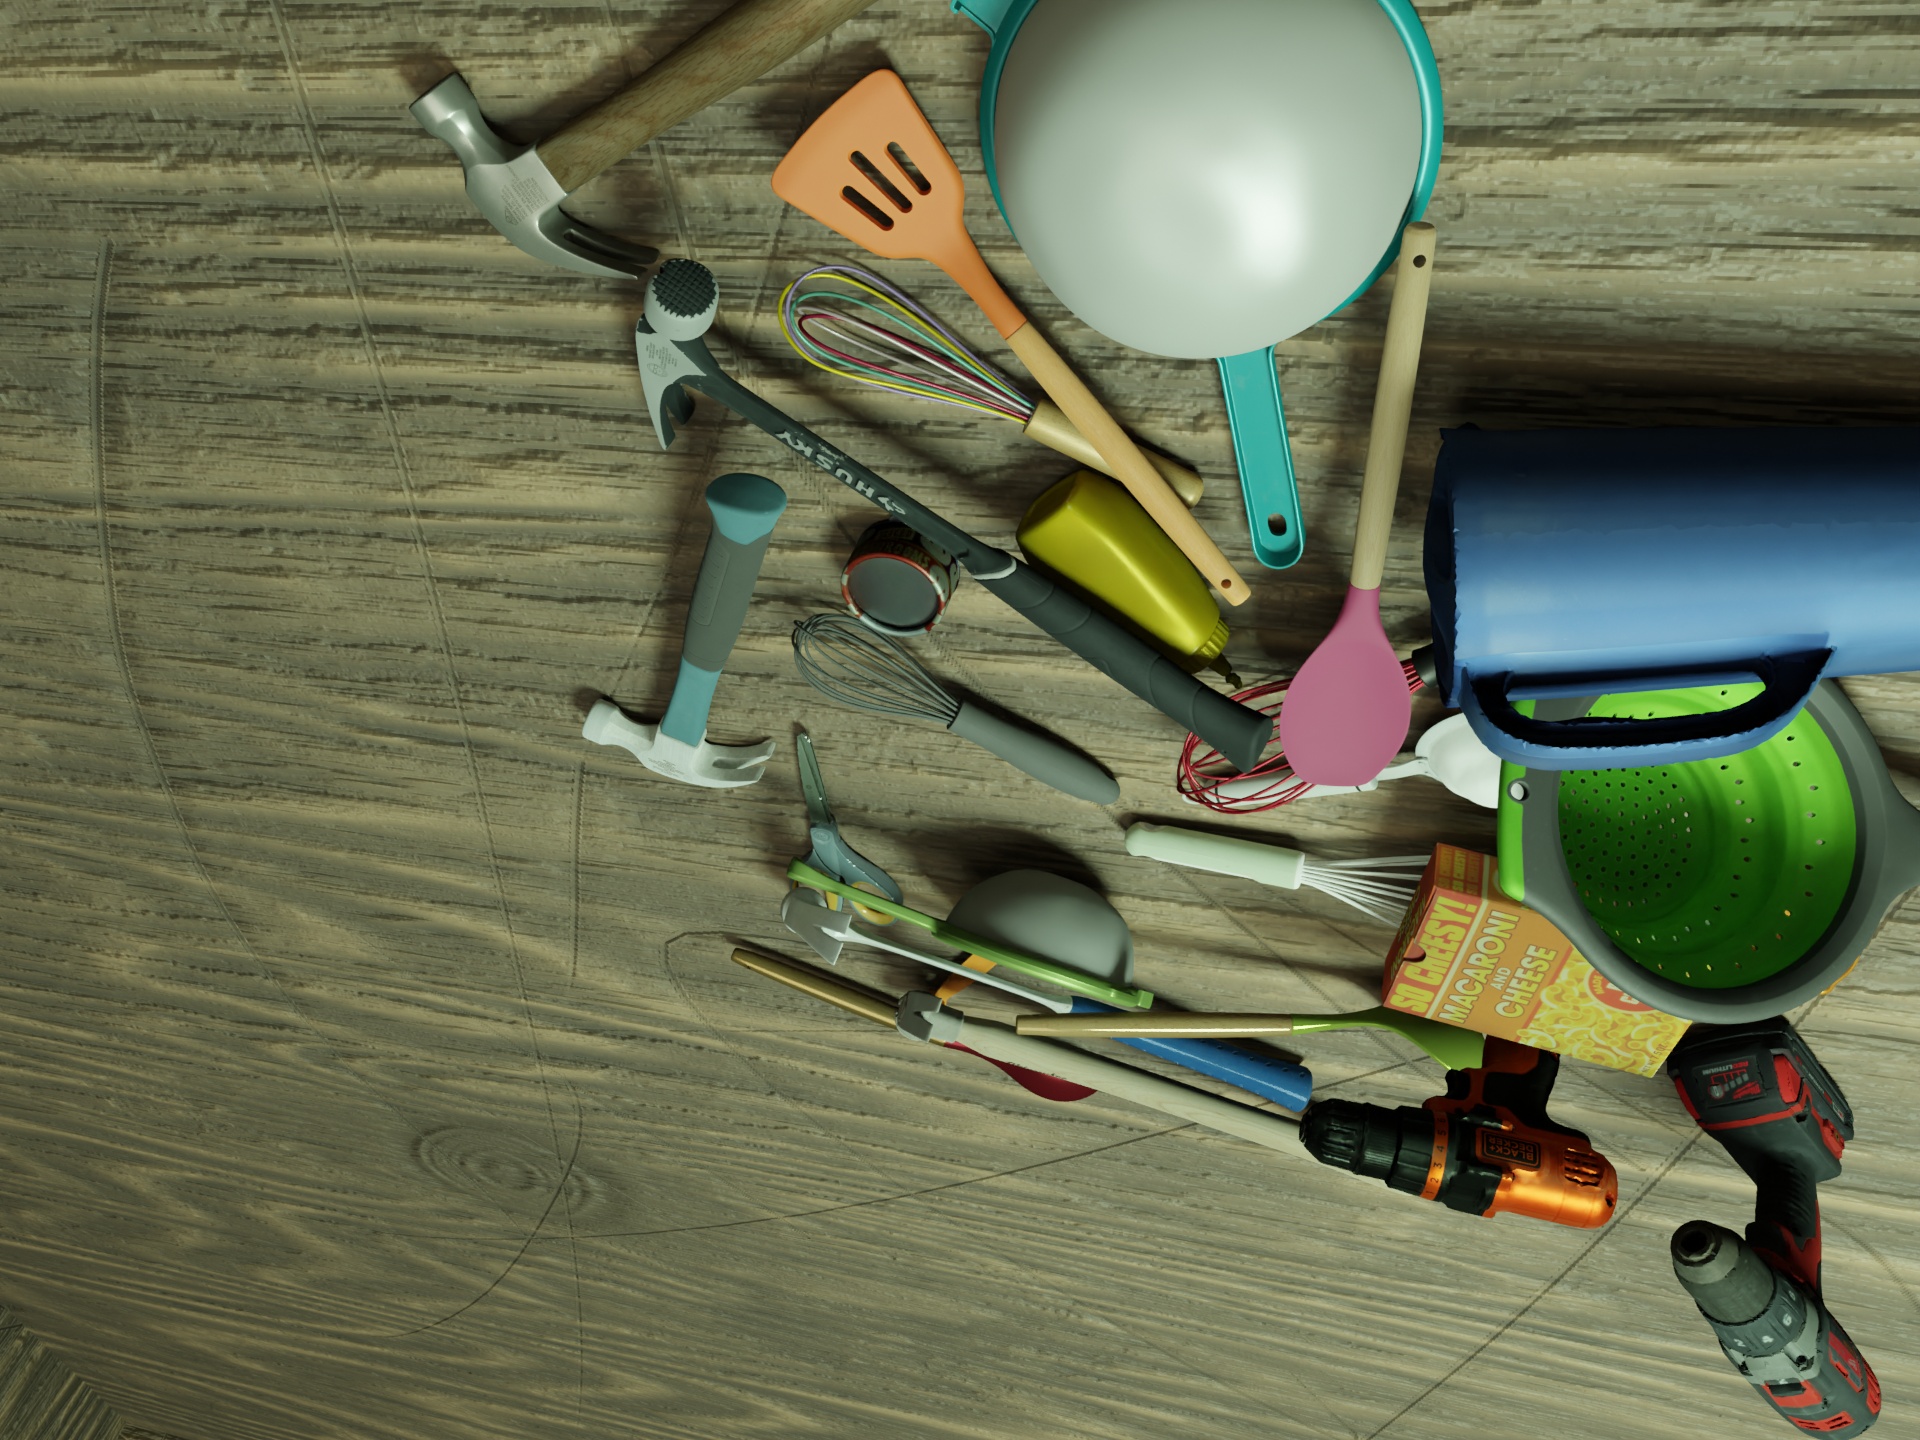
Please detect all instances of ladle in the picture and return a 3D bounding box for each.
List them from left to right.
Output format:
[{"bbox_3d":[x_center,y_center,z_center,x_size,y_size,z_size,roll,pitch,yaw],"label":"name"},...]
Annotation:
[{"bbox_3d":[-0.035,0.242,1.268,0.315,0.031,0.069,21,146,1],"label":"ladle"},{"bbox_3d":[0.197,0.219,1.080,0.320,0.078,0.062,0,92,-1],"label":"ladle"}]

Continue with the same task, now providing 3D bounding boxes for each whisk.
[{"bbox_3d":[-0.001,-0.004,1.005,0.239,0.055,0.055,27,136,-12],"label":"whisk"},{"bbox_3d":[0.016,-0.167,0.840,0.245,0.047,0.051,25,135,-8],"label":"whisk"},{"bbox_3d":[0.225,0.099,1.019,0.246,0.058,0.059,10,101,18],"label":"whisk"},{"bbox_3d":[0.241,-0.020,0.887,0.296,0.073,0.073,-29,117,34],"label":"whisk"}]

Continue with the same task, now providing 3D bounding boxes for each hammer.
[{"bbox_3d":[-0.160,-0.047,0.994,0.128,0.033,0.330,24,147,-5],"label":"hammer"},{"bbox_3d":[-0.114,-0.311,0.756,0.331,0.031,0.130,-17,124,33],"label":"hammer"},{"bbox_3d":[-0.001,-0.092,0.865,0.409,0.036,0.149,34,159,-6],"label":"hammer"},{"bbox_3d":[0.067,0.204,1.141,0.405,0.035,0.144,21,176,-10],"label":"hammer"},{"bbox_3d":[0.151,0.277,1.177,0.410,0.038,0.146,19,170,-3],"label":"hammer"}]

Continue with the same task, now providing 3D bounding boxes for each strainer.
[{"bbox_3d":[0.011,0.122,1.087,0.256,0.069,0.151,21,175,-7],"label":"strainer"},{"bbox_3d":[0.118,-0.191,0.738,0.211,0.095,0.340,-2,130,23],"label":"strainer"},{"bbox_3d":[0.250,0.034,0.950,0.258,0.050,0.086,-9,143,33],"label":"strainer"}]

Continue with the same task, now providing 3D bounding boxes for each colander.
[{"bbox_3d":[0.457,0.067,0.859,0.397,0.204,0.094,8,172,-8],"label":"colander"}]

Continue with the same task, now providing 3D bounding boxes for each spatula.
[{"bbox_3d":[0.042,-0.176,0.801,0.081,0.041,0.322,-37,105,22],"label":"spatula"}]

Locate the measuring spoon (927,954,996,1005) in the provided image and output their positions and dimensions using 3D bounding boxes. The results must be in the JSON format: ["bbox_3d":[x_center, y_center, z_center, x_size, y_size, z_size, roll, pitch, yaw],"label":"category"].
[{"bbox_3d":[0.005,0.192,1.222,0.021,0.011,0.117,26,134,-19],"label":"measuring spoon"}]

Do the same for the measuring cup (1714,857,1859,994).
[{"bbox_3d":[0.452,0.135,0.961,0.095,0.052,0.173,36,137,-14],"label":"measuring cup"}]

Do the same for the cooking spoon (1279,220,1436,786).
[{"bbox_3d":[0.206,-0.091,0.795,0.069,0.017,0.318,4,128,6],"label":"cooking spoon"}]

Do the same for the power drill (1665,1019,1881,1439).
[{"bbox_3d":[0.488,0.296,0.975,0.080,0.227,0.187,-26,120,38],"label":"power drill"}]
